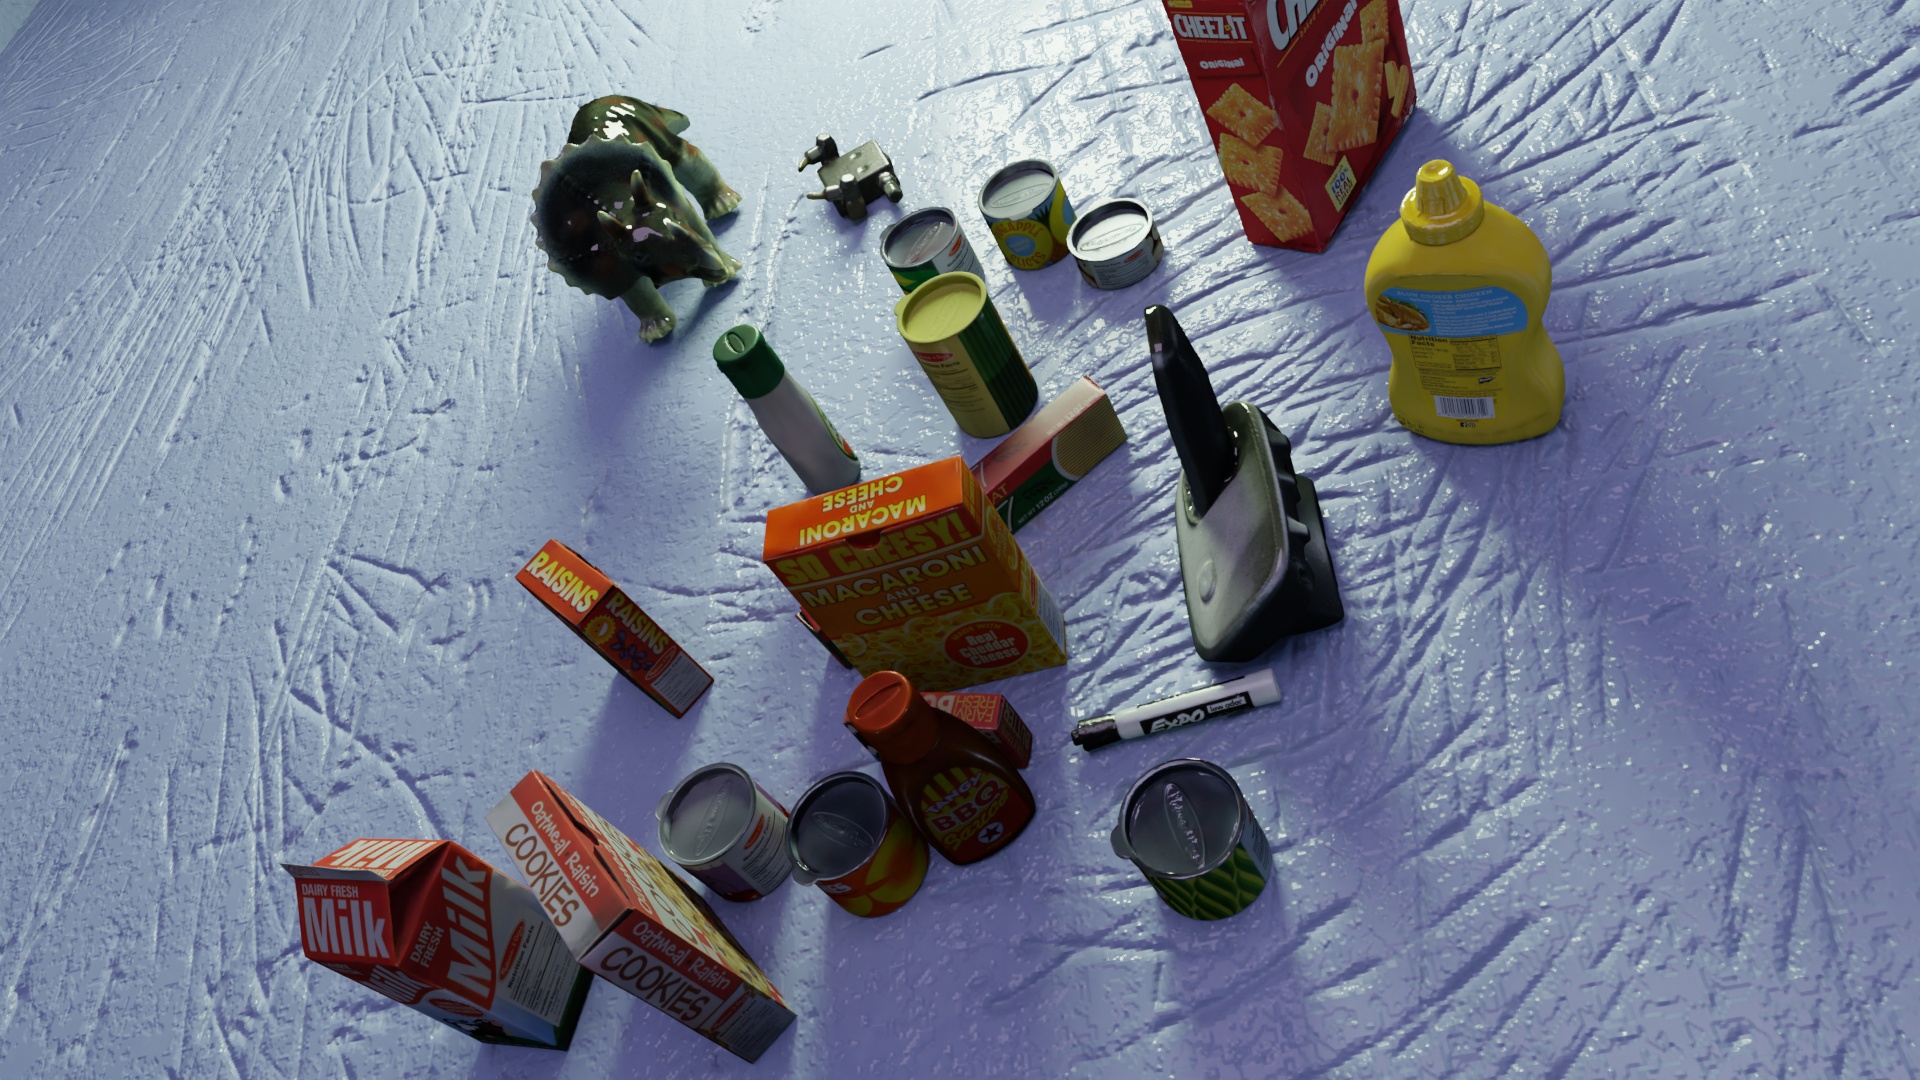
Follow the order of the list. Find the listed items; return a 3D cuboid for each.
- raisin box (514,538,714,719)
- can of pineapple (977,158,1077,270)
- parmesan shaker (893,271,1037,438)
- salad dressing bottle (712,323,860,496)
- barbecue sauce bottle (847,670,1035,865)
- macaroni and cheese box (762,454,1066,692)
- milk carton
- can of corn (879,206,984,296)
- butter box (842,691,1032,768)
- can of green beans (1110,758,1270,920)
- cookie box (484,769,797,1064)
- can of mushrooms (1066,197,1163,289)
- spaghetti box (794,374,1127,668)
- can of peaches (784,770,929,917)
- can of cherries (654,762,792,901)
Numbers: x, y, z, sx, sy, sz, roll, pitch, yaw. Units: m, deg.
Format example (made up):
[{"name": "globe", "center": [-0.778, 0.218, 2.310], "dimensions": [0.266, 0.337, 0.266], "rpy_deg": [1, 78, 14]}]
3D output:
[{"name": "raisin box", "center": [-0.232, 0.060, 0.937], "dimensions": [0.086, 0.123, 0.040], "rpy_deg": [28, 72, 40]}, {"name": "can of pineapple", "center": [0.053, -0.251, 1.078], "dimensions": [0.071, 0.057, 0.071], "rpy_deg": [-15, 49, 18]}, {"name": "parmesan shaker", "center": [0.005, -0.129, 0.976], "dimensions": [0.071, 0.102, 0.072], "rpy_deg": [-15, 49, 18]}, {"name": "salad dressing bottle", "center": [-0.122, -0.090, 0.982], "dimensions": [0.044, 0.147, 0.064], "rpy_deg": [-37, 46, -2]}, {"name": "barbecue sauce bottle", "center": [-0.013, 0.122, 0.753], "dimensions": [0.065, 0.148, 0.044], "rpy_deg": [-35, 46, -1]}, {"name": "macaroni and cheese box", "center": [-0.022, 0.030, 0.820], "dimensions": [0.123, 0.166, 0.040], "rpy_deg": [-16, 49, 17]}, {"name": "milk carton", "center": [-0.296, 0.225, 0.794], "dimensions": [0.072, 0.190, 0.074], "rpy_deg": [-4, 53, 26]}, {"name": "can of corn", "center": [-0.023, -0.219, 1.093], "dimensions": [0.071, 0.058, 0.071], "rpy_deg": [-15, 49, 18]}, {"name": "butter box", "center": [-0.013, 0.112, 0.827], "dimensions": [0.103, 0.053, 0.024], "rpy_deg": [-2, 54, 27]}, {"name": "can of green beans", "center": [0.122, 0.155, 0.718], "dimensions": [0.071, 0.057, 0.071], "rpy_deg": [-15, 49, 18]}, {"name": "cookie box", "center": [-0.172, 0.206, 0.758], "dimensions": [0.040, 0.167, 0.123], "rpy_deg": [-45, 47, -10]}, {"name": "can of mushrooms", "center": [0.116, -0.223, 1.039], "dimensions": [0.071, 0.033, 0.071], "rpy_deg": [-15, 49, 18]}, {"name": "spaghetti box", "center": [0.003, -0.012, 0.919], "dimensions": [0.250, 0.050, 0.029], "rpy_deg": [-40, 46, -5]}, {"name": "can of peaches", "center": [-0.060, 0.177, 0.797], "dimensions": [0.071, 0.058, 0.071], "rpy_deg": [-15, 49, 18]}, {"name": "can of cherries", "center": [-0.141, 0.176, 0.841], "dimensions": [0.071, 0.058, 0.072], "rpy_deg": [-15, 49, 18]}]
